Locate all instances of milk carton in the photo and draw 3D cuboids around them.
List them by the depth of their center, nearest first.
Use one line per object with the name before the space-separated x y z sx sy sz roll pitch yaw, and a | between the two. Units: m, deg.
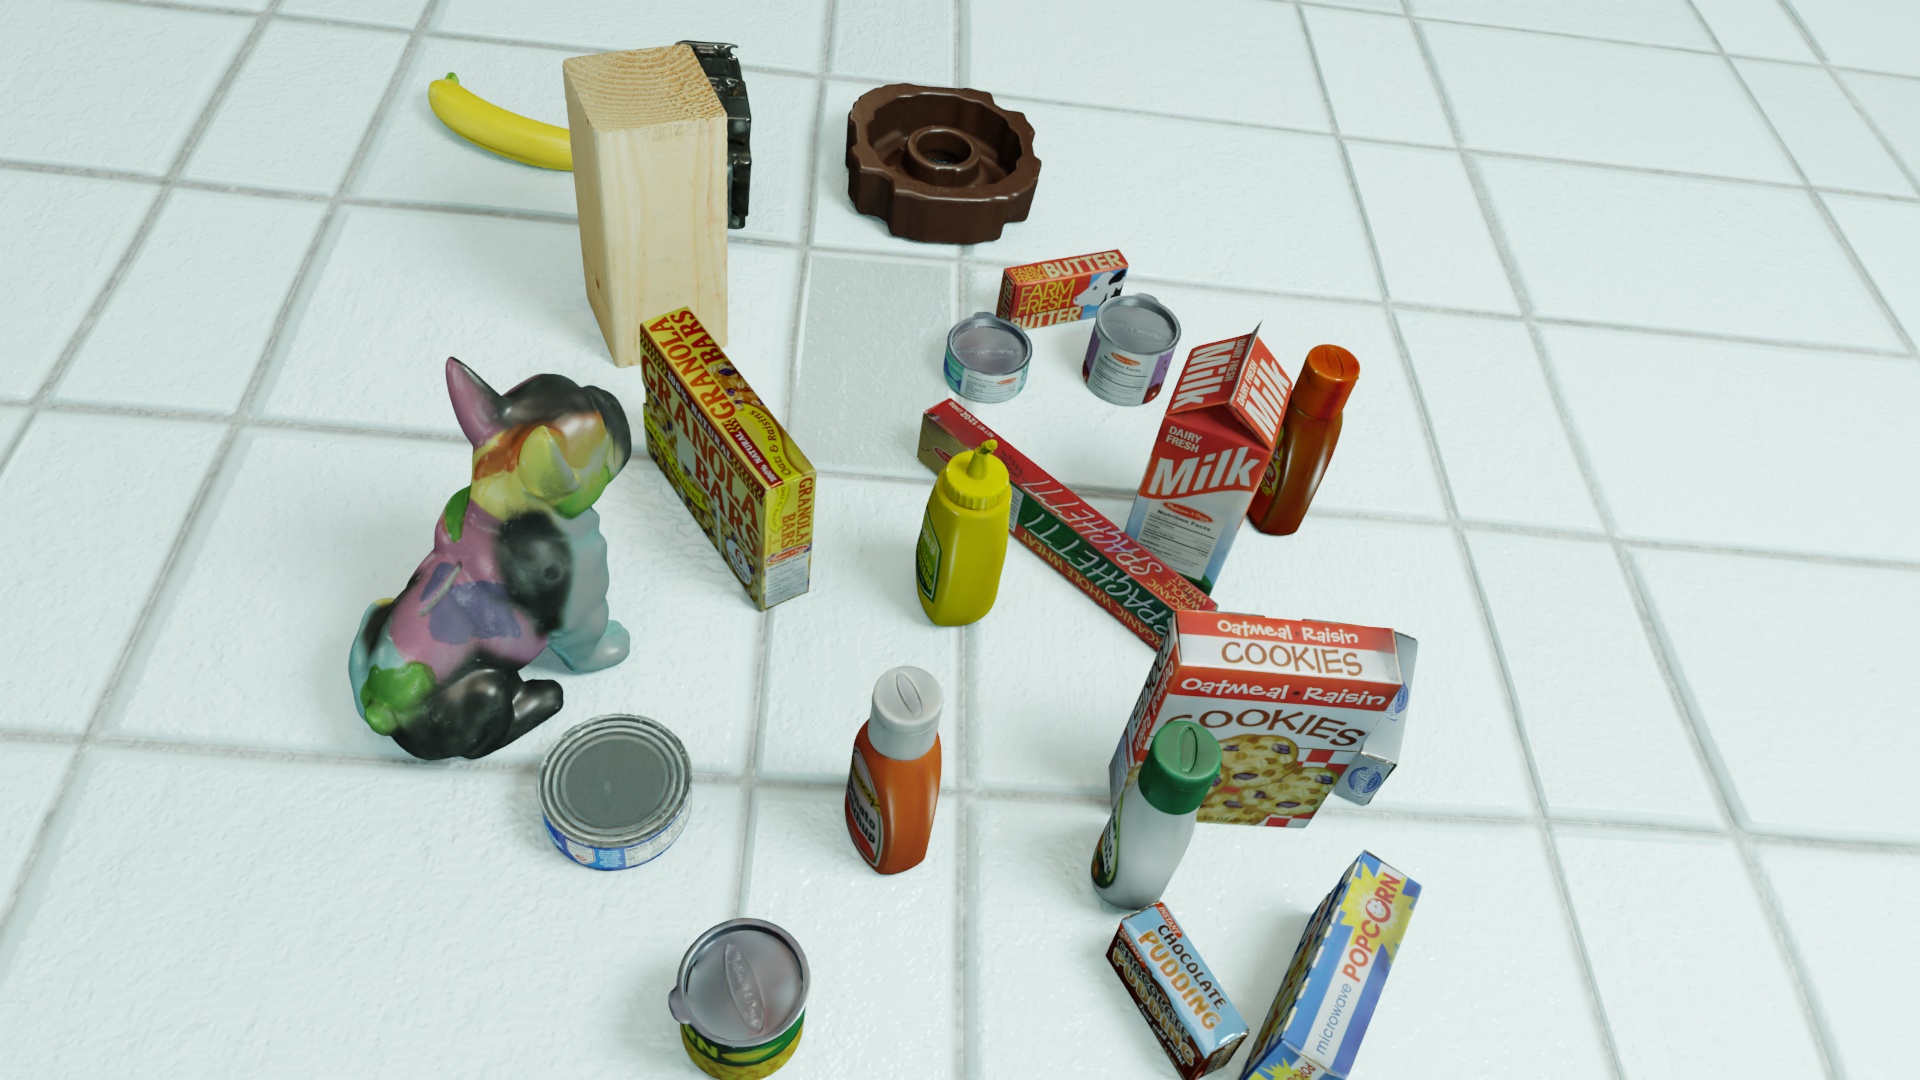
milk carton | 0.164 -0.056 0.919 0.073 0.189 0.073 20 50 7

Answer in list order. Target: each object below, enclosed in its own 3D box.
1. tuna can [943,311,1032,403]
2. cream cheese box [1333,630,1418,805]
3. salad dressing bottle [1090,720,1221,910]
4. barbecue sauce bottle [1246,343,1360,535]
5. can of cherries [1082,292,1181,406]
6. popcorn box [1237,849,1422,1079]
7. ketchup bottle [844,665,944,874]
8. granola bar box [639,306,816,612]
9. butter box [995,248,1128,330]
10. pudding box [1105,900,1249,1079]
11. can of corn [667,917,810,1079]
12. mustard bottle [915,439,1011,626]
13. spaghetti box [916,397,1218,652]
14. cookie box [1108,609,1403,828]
tuna can | 0.020 -0.141 1.068 0.071 0.032 0.071 5 50 -6
cream cheese box | 0.265 0.112 0.886 0.024 0.053 0.104 20 50 7
salad dressing bottle | 0.107 0.152 0.764 0.044 0.146 0.064 13 50 1
barbecue sauce bottle | 0.238 -0.072 0.972 0.044 0.147 0.065 1 51 -9
can of cherries | 0.133 -0.148 1.077 0.071 0.058 0.072 5 50 -6
popcorn box | 0.197 0.241 0.746 0.038 0.084 0.127 28 52 14
ketchup bottle | -0.035 0.124 0.763 0.044 0.148 0.065 -15 55 -21
granola bar box | -0.154 -0.053 0.905 0.039 0.123 0.166 -24 58 -26
butter box | 0.081 -0.200 1.115 0.104 0.052 0.024 -13 54 -19
pudding box | 0.116 0.244 0.753 0.030 0.049 0.084 -19 56 -23
can of corn | -0.114 0.238 0.713 0.071 0.058 0.071 5 50 -6
mustard bottle | 0.003 -0.011 0.874 0.049 0.159 0.065 -8 52 -16
spaghetti box | 0.069 -0.008 0.954 0.250 0.049 0.029 39 55 22
cookie box | 0.163 0.106 0.799 0.123 0.166 0.040 5 50 -6
